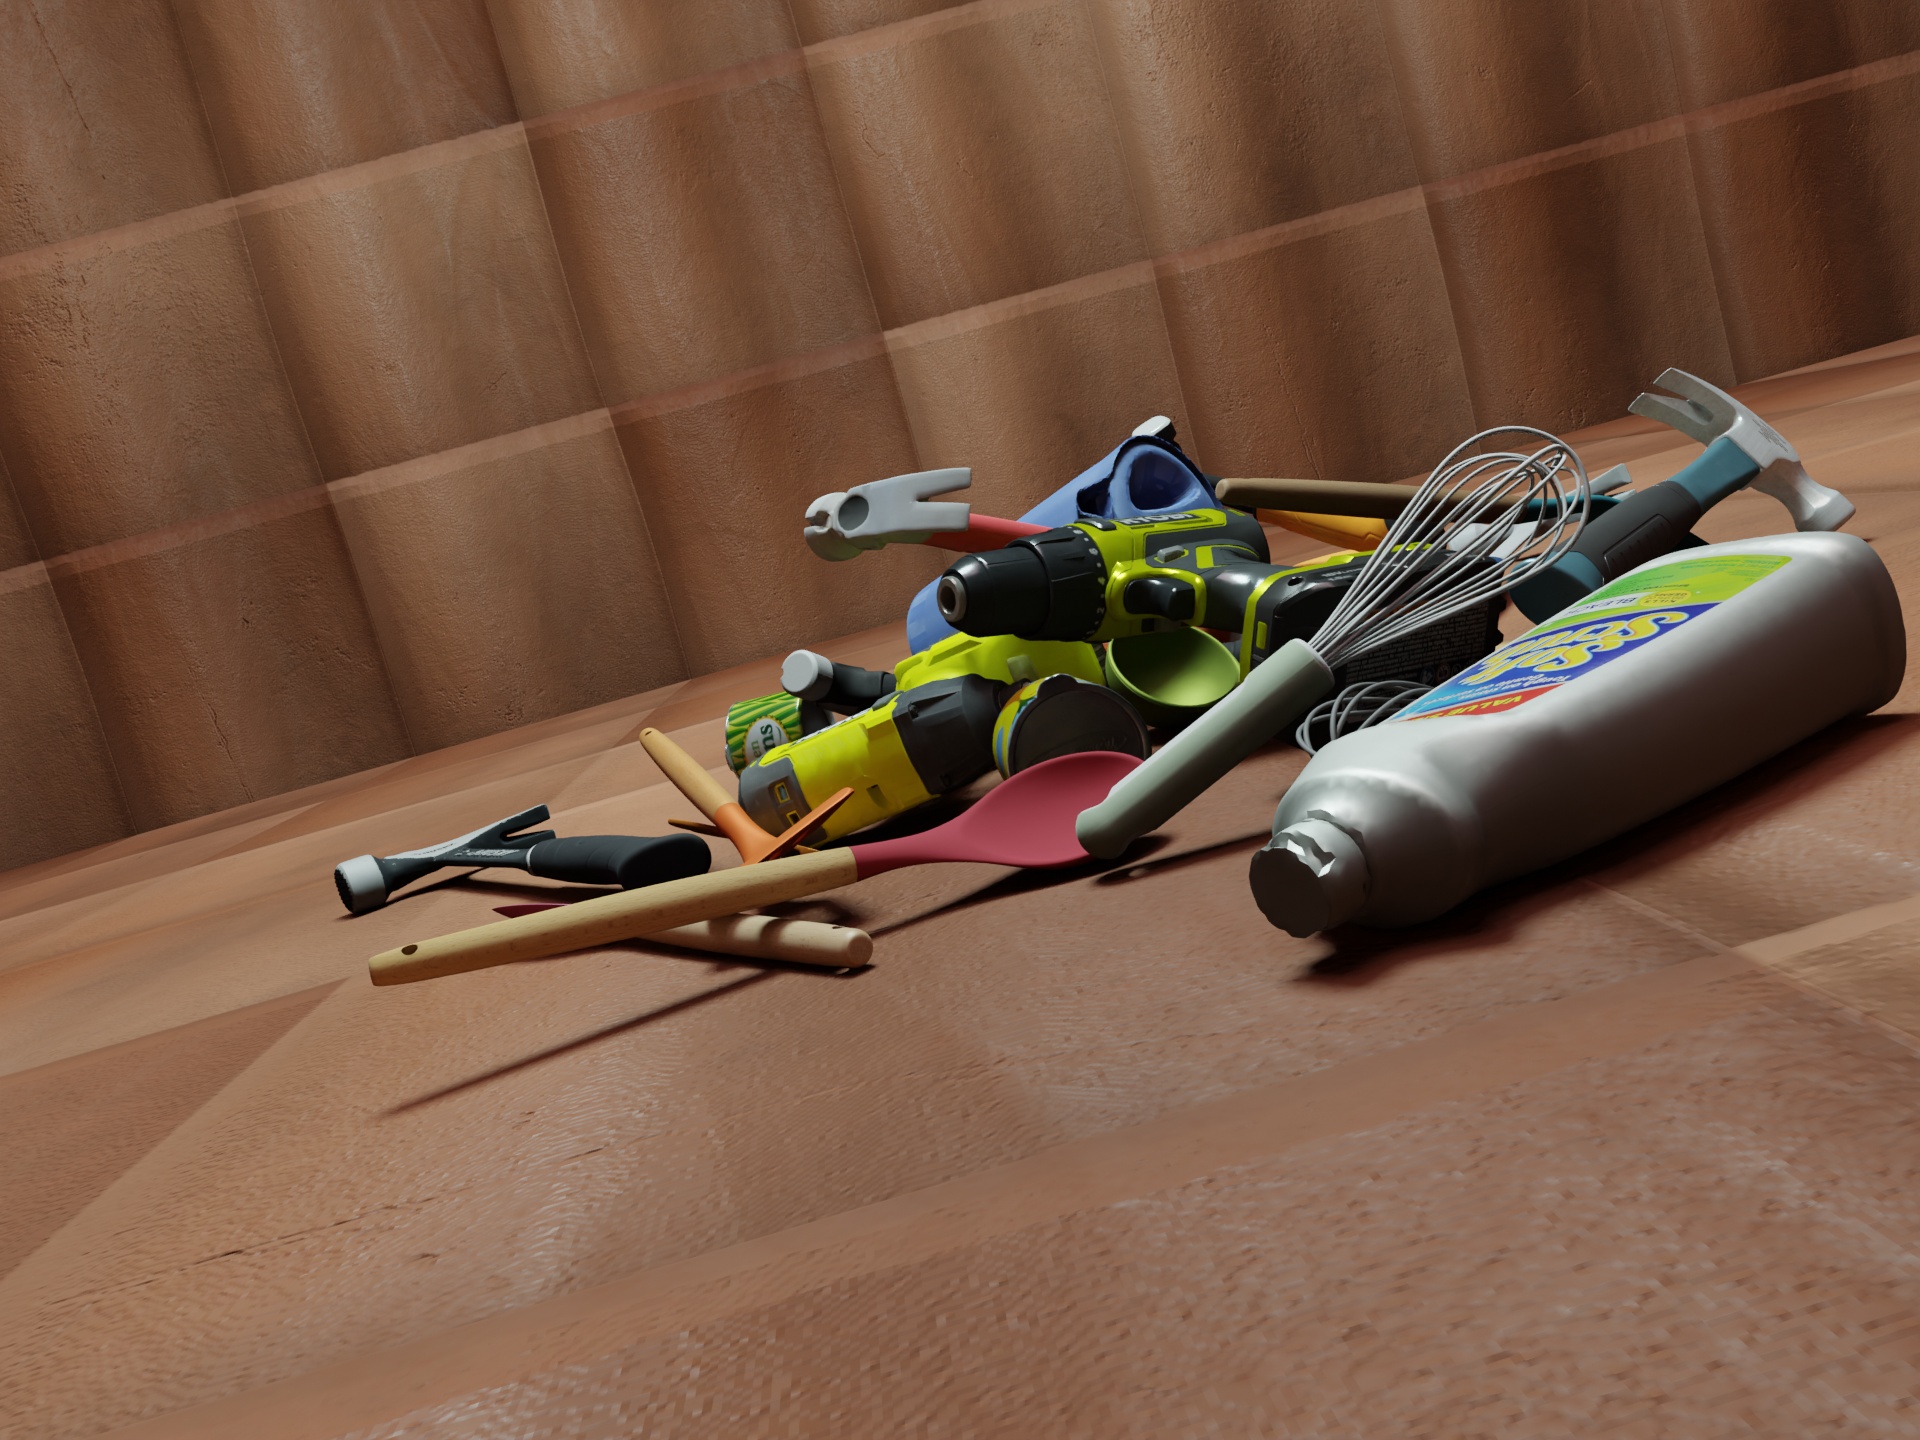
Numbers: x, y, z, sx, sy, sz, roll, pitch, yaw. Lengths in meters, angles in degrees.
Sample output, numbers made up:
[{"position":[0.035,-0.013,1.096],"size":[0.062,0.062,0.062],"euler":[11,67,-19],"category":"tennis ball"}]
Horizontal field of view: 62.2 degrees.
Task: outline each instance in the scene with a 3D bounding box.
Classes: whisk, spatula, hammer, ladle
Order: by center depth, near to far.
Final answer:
[{"position":[0.143,-0.028,0.620],"size":[0.246,0.059,0.057],"euler":[-39,-11,-1],"category":"whisk"},{"position":[-0.067,0.062,0.625],"size":[0.315,0.031,0.069],"euler":[-11,30,-18],"category":"ladle"},{"position":[0.202,-0.003,0.636],"size":[0.055,0.055,0.239],"euler":[-10,5,41],"category":"whisk"},{"position":[-0.127,0.035,0.799],"size":[0.081,0.041,0.323],"euler":[-37,23,-12],"category":"spatula"},{"position":[0.364,-0.107,0.816],"size":[0.331,0.128,0.033],"euler":[-27,-18,-44],"category":"hammer"},{"position":[0.213,-0.036,0.822],"size":[0.320,0.062,0.078],"euler":[-6,25,41],"category":"ladle"},{"position":[0.276,-0.102,0.847],"size":[0.317,0.044,0.082],"euler":[1,5,-21],"category":"spatula"},{"position":[0.108,-0.097,0.951],"size":[0.386,0.038,0.143],"euler":[5,-4,-35],"category":"hammer"},{"position":[-0.254,0.084,0.966],"size":[0.149,0.036,0.409],"euler":[-19,7,-35],"category":"hammer"},{"position":[0.057,-0.026,1.038],"size":[0.335,0.035,0.146],"euler":[-4,-13,32],"category":"hammer"},{"position":[0.363,-0.108,1.077],"size":[0.144,0.035,0.405],"euler":[-22,4,33],"category":"hammer"},{"position":[0.229,-0.143,1.116],"size":[0.034,0.127,0.337],"euler":[-37,24,-8],"category":"hammer"}]

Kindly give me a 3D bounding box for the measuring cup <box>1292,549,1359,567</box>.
[{"position":[0.276,-0.090,1.109],"size":[0.095,0.052,0.173],"euler":[-16,5,-2],"category":"measuring cup"}]

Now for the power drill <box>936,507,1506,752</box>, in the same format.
[{"position":[0.118,-0.053,0.757],"size":[0.190,0.080,0.229],"euler":[-10,20,-32],"category":"power drill"}]

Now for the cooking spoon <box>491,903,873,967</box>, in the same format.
[{"position":[-0.131,0.092,0.709],"size":[0.068,0.017,0.319],"euler":[3,-5,-36],"category":"cooking spoon"}]

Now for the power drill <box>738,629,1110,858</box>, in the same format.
[{"position":[-0.001,-0.003,0.886],"size":[0.171,0.080,0.223],"euler":[-23,5,27],"category":"power drill"}]

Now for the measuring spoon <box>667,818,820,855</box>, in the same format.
[{"position":[-0.109,0.063,0.811],"size":[0.117,0.011,0.021],"euler":[8,-10,37],"category":"measuring spoon"}]
